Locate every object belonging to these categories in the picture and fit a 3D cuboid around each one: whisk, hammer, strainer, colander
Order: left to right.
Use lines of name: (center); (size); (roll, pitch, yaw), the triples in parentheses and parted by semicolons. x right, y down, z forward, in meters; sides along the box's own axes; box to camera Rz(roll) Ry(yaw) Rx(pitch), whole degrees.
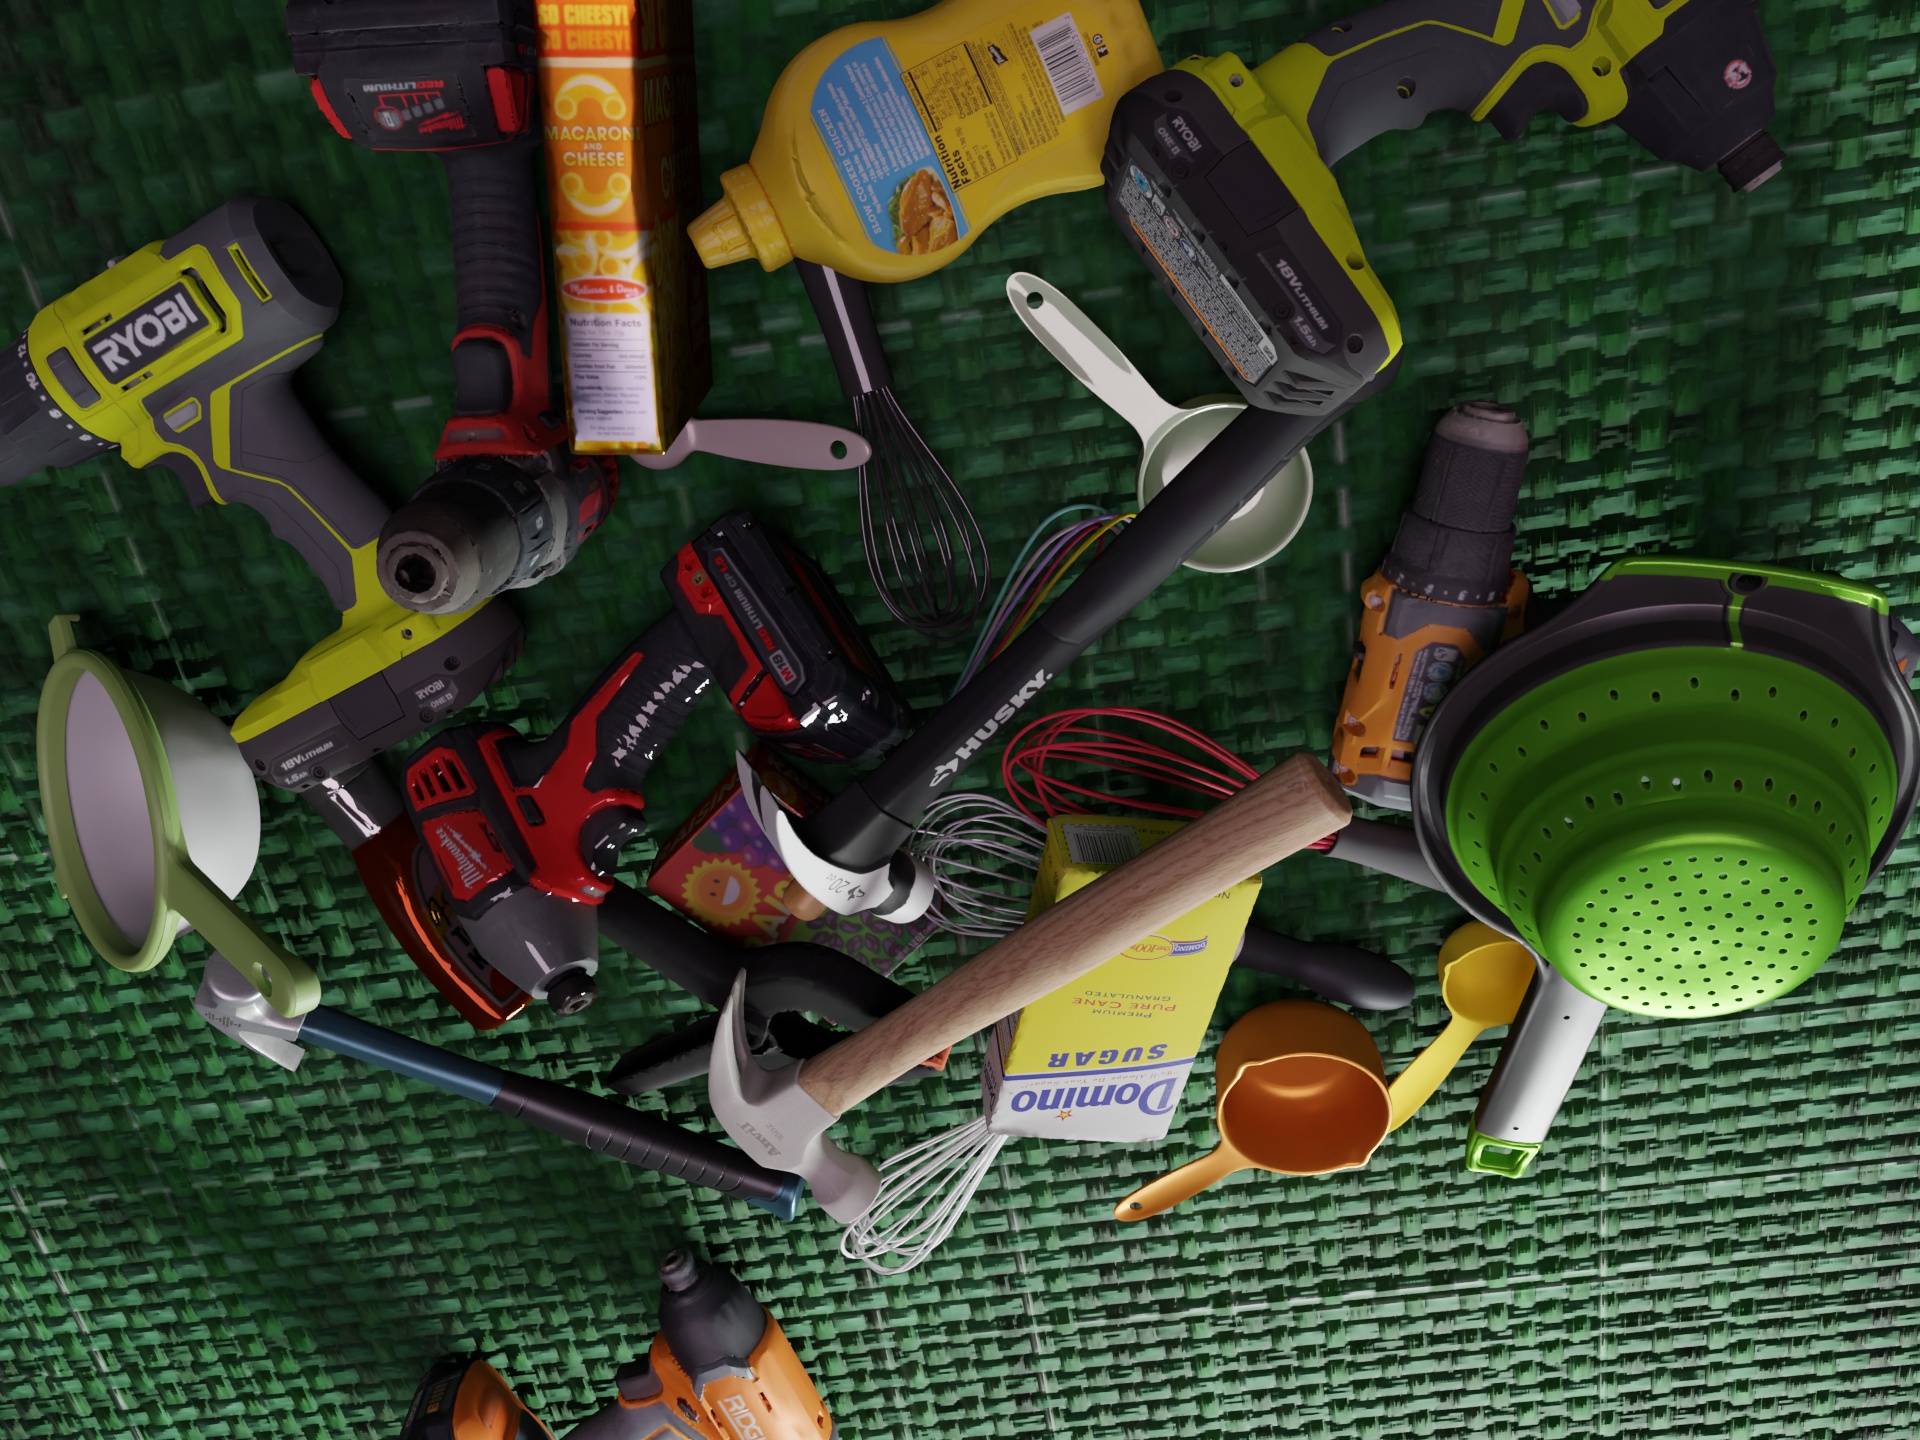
strainer: (-0.336, 0.058, 0.719); (0.257, 0.069, 0.151); (28, 117, 35)
hammer: (-0.227, 0.195, 0.825); (0.330, 0.033, 0.128); (25, 152, -17)
whisk: (-0.038, -0.145, 0.687); (0.055, 0.055, 0.238); (-16, 109, 8)
whisk: (-0.002, -0.003, 0.732); (0.051, 0.047, 0.245); (39, 99, -10)
hammer: (0.019, 0.108, 0.684); (0.331, 0.031, 0.130); (-35, 110, 25)
whisk: (0.024, 0.213, 0.850); (0.246, 0.058, 0.059); (-45, 140, 15)
hammer: (0.050, -0.047, 0.655); (0.335, 0.035, 0.146); (-44, 148, 7)
whisk: (0.100, 0.100, 0.788); (0.284, 0.070, 0.070); (17, 114, -12)
whisk: (0.160, 0.050, 0.766); (0.295, 0.073, 0.073); (14, 114, -12)
colander: (0.289, 0.116, 0.705); (0.204, 0.095, 0.396); (8, 131, 6)

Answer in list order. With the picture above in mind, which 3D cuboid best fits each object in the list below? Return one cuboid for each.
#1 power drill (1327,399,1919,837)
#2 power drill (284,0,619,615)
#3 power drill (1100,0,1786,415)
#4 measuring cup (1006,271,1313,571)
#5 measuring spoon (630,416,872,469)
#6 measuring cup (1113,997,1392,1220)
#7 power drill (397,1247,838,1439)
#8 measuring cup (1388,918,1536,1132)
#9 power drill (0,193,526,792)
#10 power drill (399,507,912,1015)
power drill: (0.292, -0.039, 0.710); (0.226, 0.084, 0.185); (8, 114, 3)
power drill: (-0.190, -0.158, 0.611); (0.080, 0.188, 0.226); (-2, 110, 3)
power drill: (0.180, -0.220, 0.585); (0.223, 0.080, 0.171); (-36, 89, -3)
measuring cup: (0.082, -0.136, 0.693); (0.167, 0.038, 0.083); (42, 109, -14)
measuring spoon: (-0.097, -0.121, 0.691); (0.124, 0.018, 0.034); (9, 114, 21)
measuring cup: (0.146, 0.209, 0.841); (0.095, 0.052, 0.173); (40, 120, -19)
power drill: (-0.204, 0.395, 0.916); (0.226, 0.084, 0.164); (-21, 111, 6)
measuring cup: (0.253, 0.162, 0.834); (0.062, 0.029, 0.156); (19, 125, -9)
power drill: (-0.320, -0.088, 0.704); (0.190, 0.080, 0.228); (-26, 108, 12)
power drill: (-0.139, 0.022, 0.706); (0.219, 0.078, 0.143); (-37, 67, 9)
